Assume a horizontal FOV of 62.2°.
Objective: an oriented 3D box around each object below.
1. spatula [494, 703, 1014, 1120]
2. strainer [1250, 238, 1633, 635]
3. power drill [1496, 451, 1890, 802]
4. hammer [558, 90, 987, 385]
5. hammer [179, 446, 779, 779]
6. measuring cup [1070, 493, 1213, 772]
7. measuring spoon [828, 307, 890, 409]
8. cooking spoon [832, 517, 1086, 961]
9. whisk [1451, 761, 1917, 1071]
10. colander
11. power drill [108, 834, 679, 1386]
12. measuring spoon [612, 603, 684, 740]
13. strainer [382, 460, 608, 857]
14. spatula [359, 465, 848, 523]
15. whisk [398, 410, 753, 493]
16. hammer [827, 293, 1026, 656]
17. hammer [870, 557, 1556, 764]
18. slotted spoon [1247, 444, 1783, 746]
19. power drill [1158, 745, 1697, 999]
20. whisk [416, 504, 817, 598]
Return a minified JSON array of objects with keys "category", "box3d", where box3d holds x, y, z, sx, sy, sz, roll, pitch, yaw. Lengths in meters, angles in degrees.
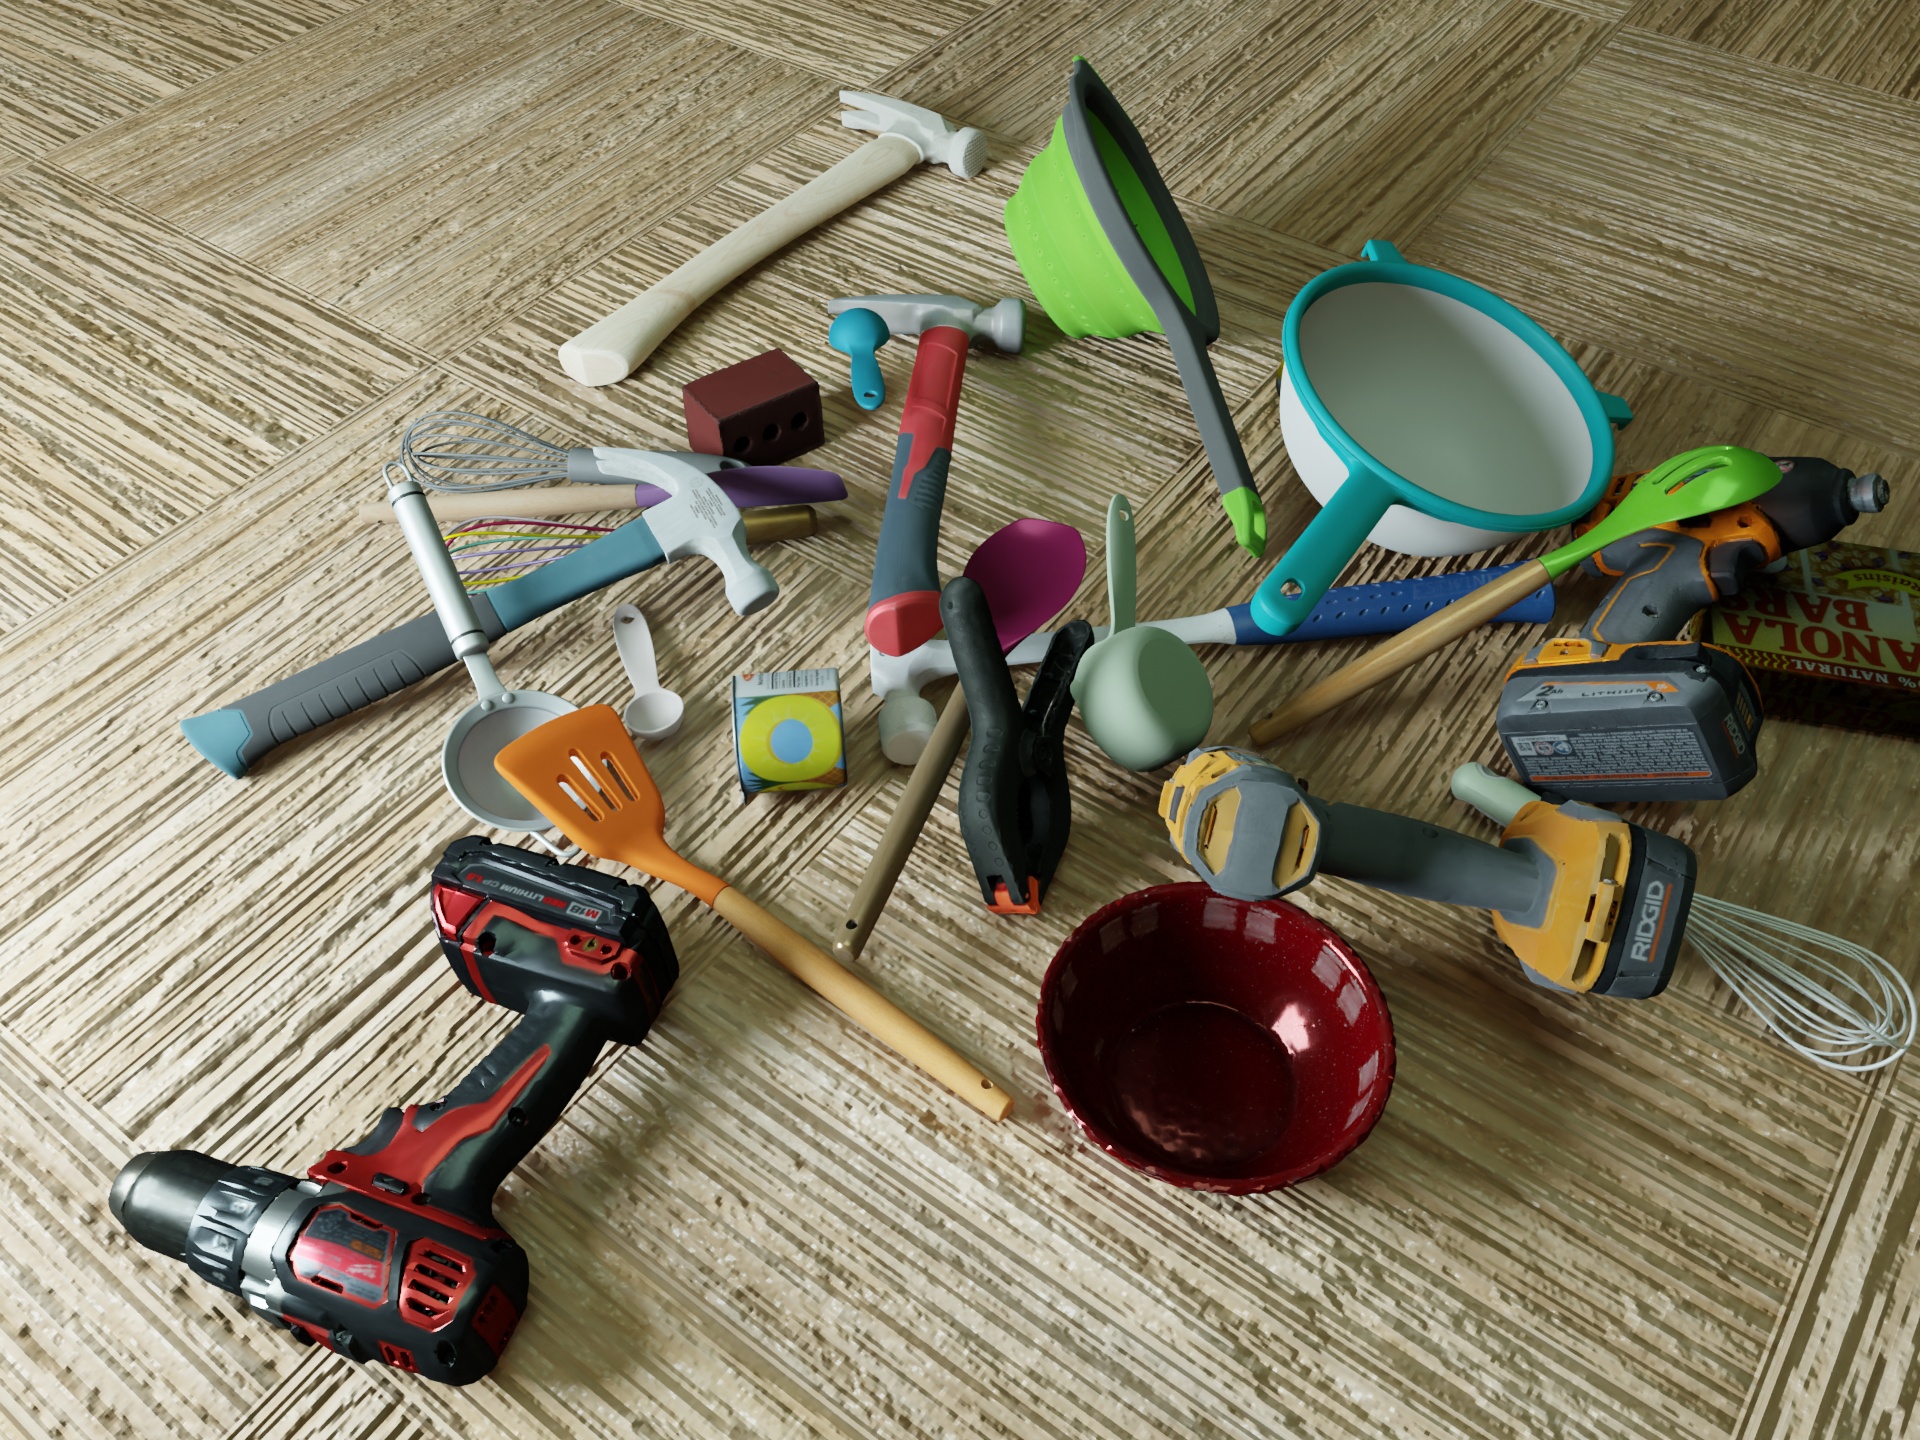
[{"category":"spatula","box3d":[-0.101,0.096,0.799,0.323,0.041,0.081,32,40,24]},{"category":"strainer","box3d":[0.239,-0.132,0.921,0.211,0.095,0.340,37,54,8]},{"category":"power drill","box3d":[0.398,-0.062,0.864,0.164,0.084,0.227,-5,42,45]},{"category":"hammer","box3d":[-0.157,-0.378,1.228,0.146,0.038,0.411,28,55,25]},{"category":"hammer","box3d":[-0.279,-0.055,0.914,0.331,0.033,0.128,-27,78,-13]},{"category":"measuring cup","box3d":[0.101,-0.056,0.864,0.083,0.038,0.168,15,63,-34]},{"category":"measuring spoon","box3d":[-0.064,-0.242,1.045,0.042,0.021,0.129,-7,38,-4]},{"category":"cooking spoon","box3d":[-0.001,-0.003,0.856,0.069,0.017,0.319,13,51,16]},{"category":"whisk","box3d":[0.354,0.090,0.801,0.247,0.059,0.057,36,21,32]},{"category":"colander","box3d":[0.112,-0.266,1.085,0.094,0.204,0.397,-25,62,23]},{"category":"power drill","box3d":[-0.249,0.166,0.720,0.188,0.080,0.227,14,53,14]},{"category":"measuring spoon","box3d":[-0.186,-0.028,0.934,0.034,0.018,0.124,-17,43,-9]},{"category":"strainer","box3d":[-0.265,-0.034,0.874,0.087,0.050,0.258,-20,76,-28]},{"category":"spatula","box3d":[-0.230,-0.142,1.009,0.316,0.059,0.018,-3,74,7]},{"category":"whisk","box3d":[-0.249,-0.168,1.034,0.239,0.055,0.055,6,49,3]},{"category":"hammer","box3d":[-0.038,-0.172,1.008,0.143,0.038,0.387,2,40,4]},{"category":"hammer","box3d":[0.147,-0.059,0.939,0.405,0.035,0.144,-7,49,-5]},{"category":"slotted spoon","box3d":[0.297,-0.069,0.872,0.314,0.031,0.070,-31,20,7]},{"category":"power drill","box3d":[0.209,0.061,0.773,0.226,0.084,0.185,12,5,1]},{"category":"whisk","box3d":[-0.209,-0.110,0.983,0.245,0.047,0.051,-9,33,-12]}]
